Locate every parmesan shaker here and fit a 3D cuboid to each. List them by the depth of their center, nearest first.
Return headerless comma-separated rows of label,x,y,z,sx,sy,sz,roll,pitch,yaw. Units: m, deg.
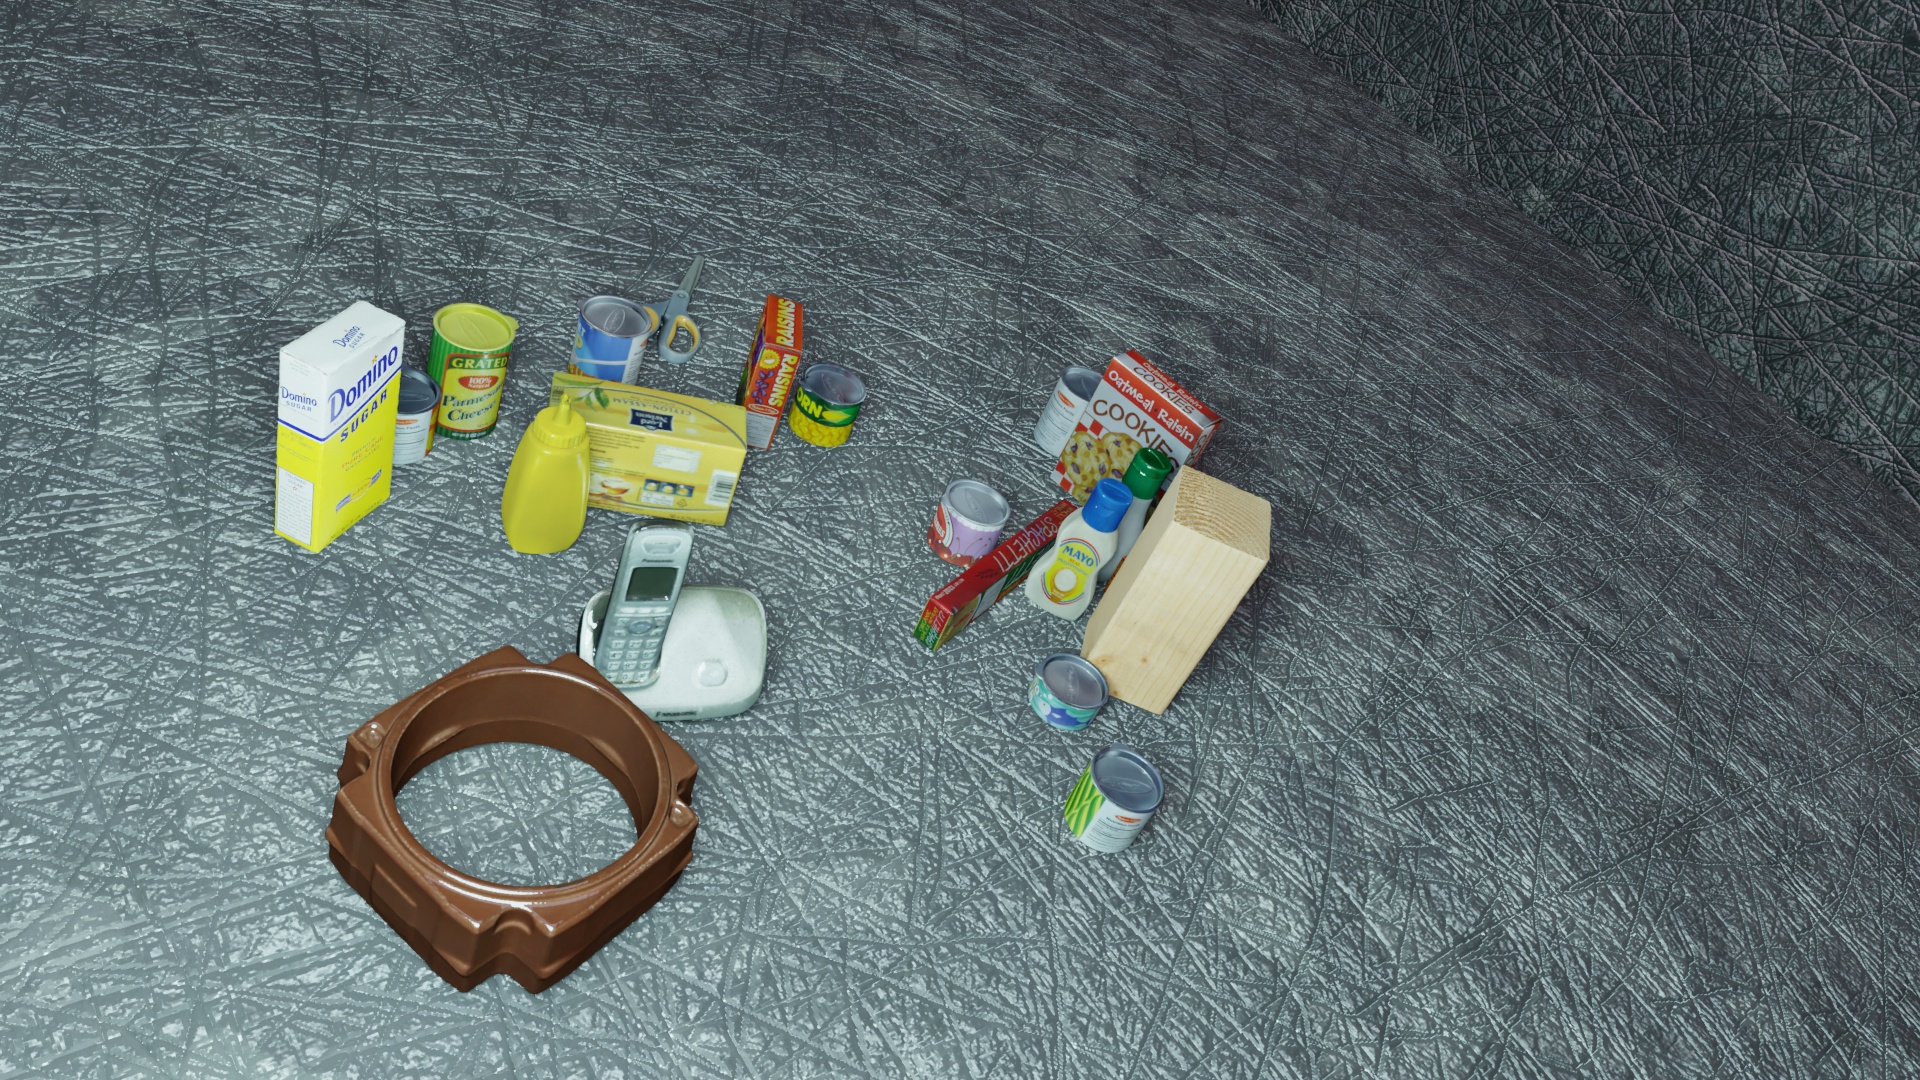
parmesan shaker,-0.427,-0.146,1.209,0.071,0.102,0.072,16,39,-13

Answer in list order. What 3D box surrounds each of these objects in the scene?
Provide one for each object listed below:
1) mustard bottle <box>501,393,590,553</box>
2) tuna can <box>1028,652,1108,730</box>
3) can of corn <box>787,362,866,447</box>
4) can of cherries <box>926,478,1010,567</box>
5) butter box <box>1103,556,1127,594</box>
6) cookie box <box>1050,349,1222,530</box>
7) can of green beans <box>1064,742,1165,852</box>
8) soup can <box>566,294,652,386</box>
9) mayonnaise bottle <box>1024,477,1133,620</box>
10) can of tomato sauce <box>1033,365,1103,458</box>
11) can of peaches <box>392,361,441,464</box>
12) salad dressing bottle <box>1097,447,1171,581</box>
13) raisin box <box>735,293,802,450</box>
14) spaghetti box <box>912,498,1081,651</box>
mustard bottle,-0.328,-0.058,1.116,0.065,0.159,0.049,-2,45,-31
tuna can,0.093,0.134,1.234,0.071,0.032,0.071,16,39,-13
can of corn,-0.137,-0.136,1.398,0.071,0.058,0.071,16,39,-13
can of cherries,0.005,-0.017,1.339,0.071,0.058,0.072,16,39,-13
butter box,0.199,0.043,1.383,0.104,0.052,0.024,3,43,-26
cookie box,0.180,-0.095,1.441,0.123,0.166,0.040,42,40,19
can of green beans,0.126,0.213,1.139,0.071,0.057,0.071,16,39,-13
soup can,-0.337,-0.181,1.317,0.071,0.083,0.072,16,39,-13
mayonnaise bottle,0.114,0.007,1.300,0.065,0.147,0.041,29,38,4
can of tomato sauce,0.127,-0.140,1.532,0.071,0.082,0.071,16,39,-13
can of peaches,-0.477,-0.108,1.173,0.071,0.057,0.071,16,39,-13
salad dressing bottle,0.160,-0.025,1.364,0.044,0.146,0.064,-5,47,-34
raisin box,-0.187,-0.163,1.348,0.040,0.122,0.086,13,39,-16
spaghetti box,0.042,0.028,1.315,0.029,0.050,0.251,38,39,15
